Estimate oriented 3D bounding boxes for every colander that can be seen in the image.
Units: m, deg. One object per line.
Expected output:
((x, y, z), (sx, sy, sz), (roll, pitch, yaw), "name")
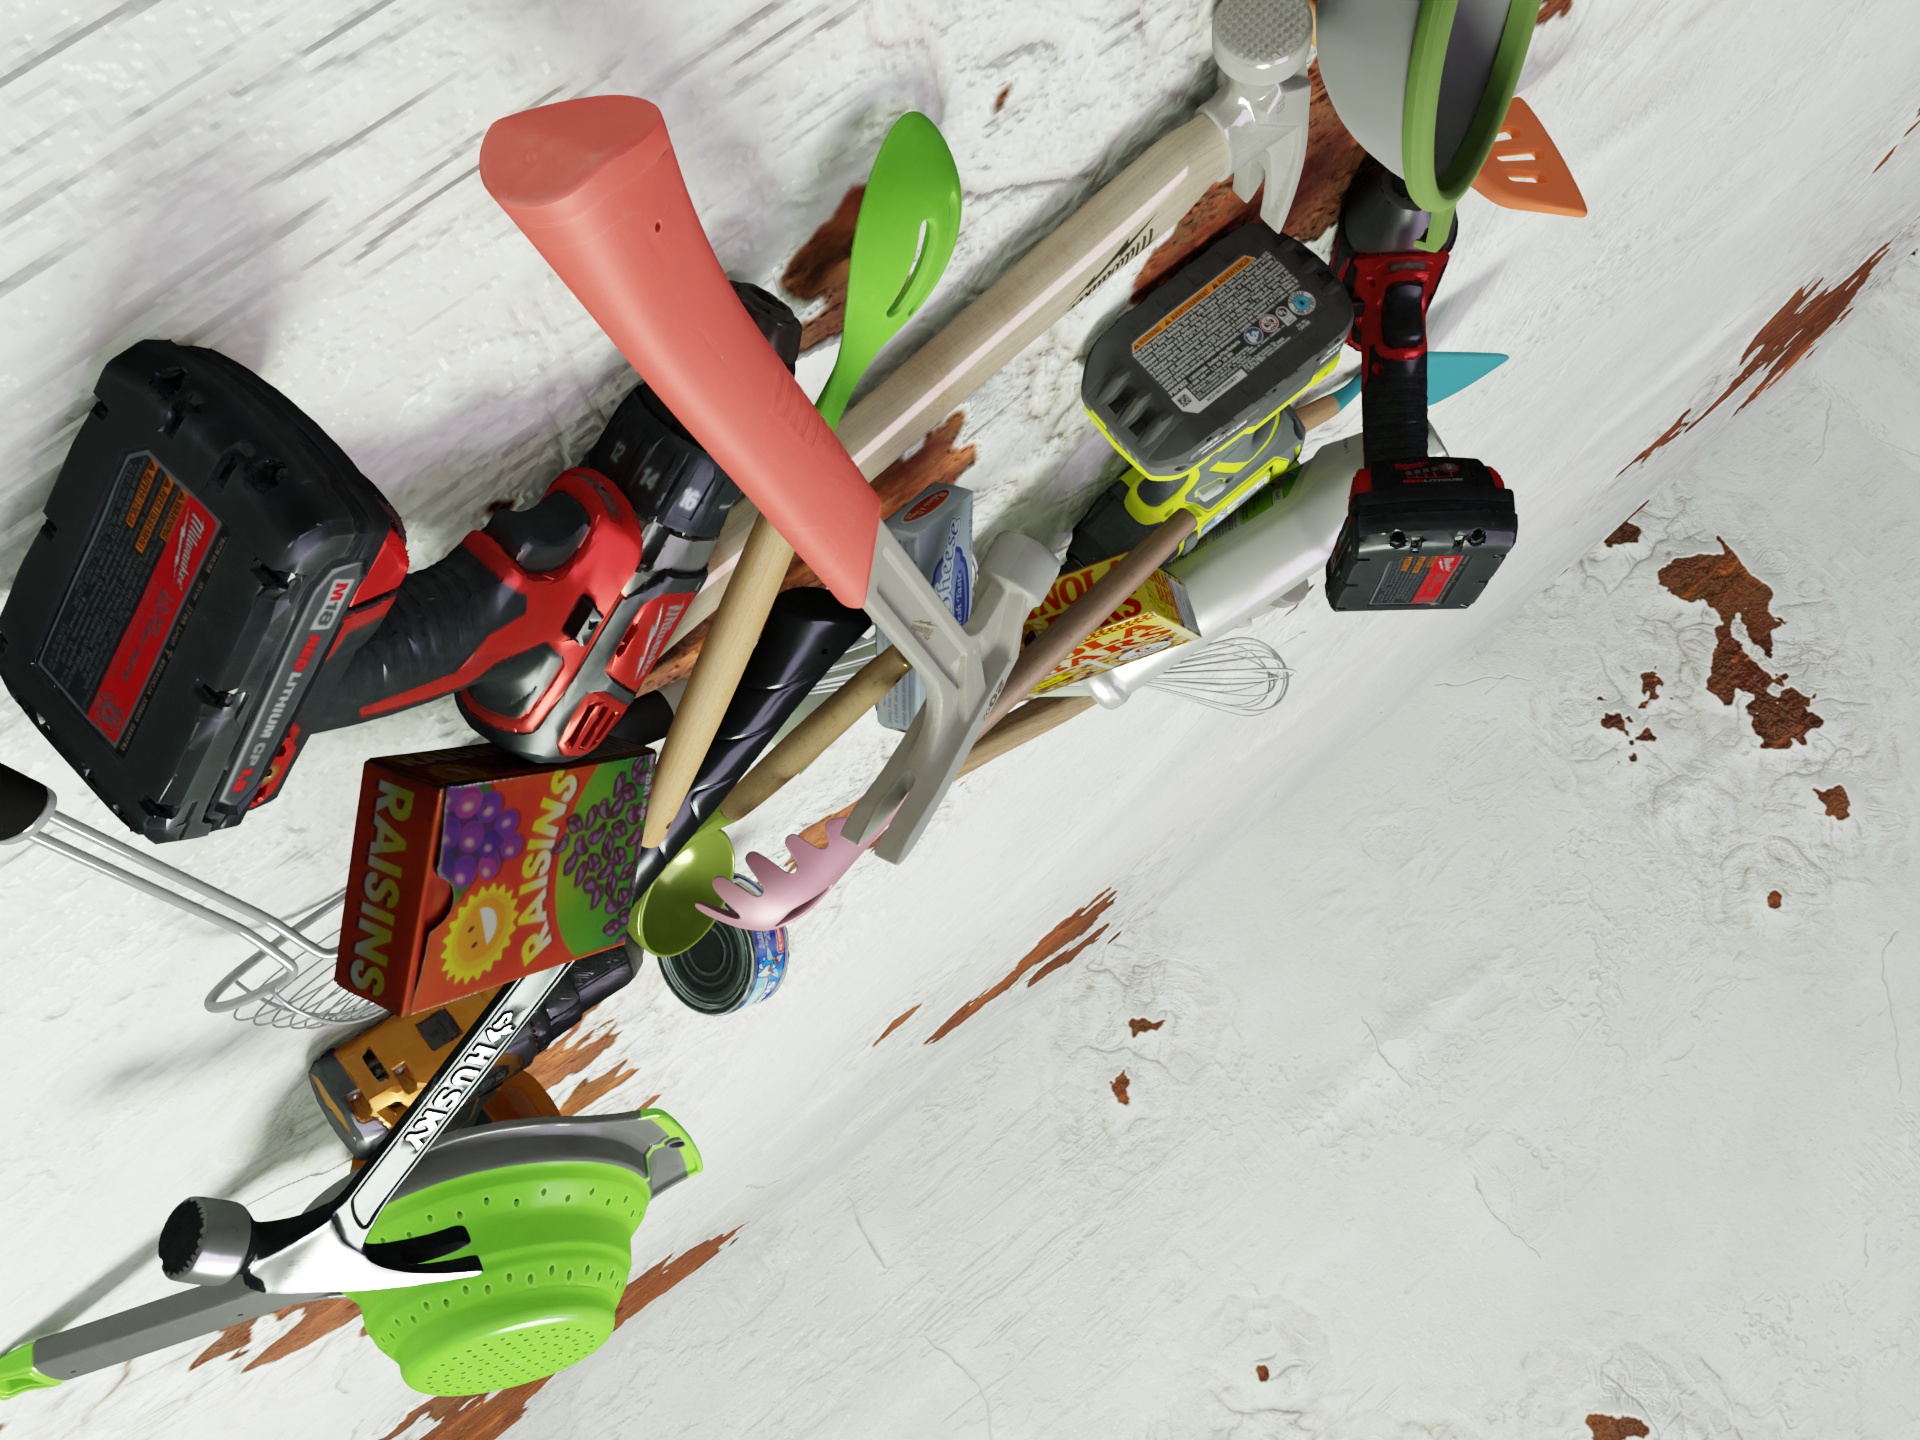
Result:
((-0.328, 0.328, 0.858), (0.397, 0.095, 0.204), (-18, 147, -5), "colander")

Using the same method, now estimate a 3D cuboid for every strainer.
((0.155, -0.284, 0.568), (0.256, 0.069, 0.151), (14, 96, -65), "strainer")

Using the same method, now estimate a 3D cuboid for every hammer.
((0.095, -0.024, 1.156), (0.331, 0.031, 0.130), (-28, 180, -20), "hammer")
((-0.018, -0.130, 0.667), (0.410, 0.038, 0.146), (-40, 165, -1), "hammer")
((-0.051, -0.065, 0.527), (0.149, 0.037, 0.358), (-61, 156, -9), "hammer")
((-0.177, 0.105, 0.716), (0.409, 0.036, 0.149), (-51, 138, 7), "hammer")

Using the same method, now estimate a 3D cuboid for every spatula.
((0.237, -0.193, 1.063), (0.317, 0.044, 0.082), (-30, 180, -29), "spatula")
((0.231, -0.298, 0.765), (0.041, 0.081, 0.322), (-31, 166, 31), "spatula")

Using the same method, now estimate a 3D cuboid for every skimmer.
((-0.271, 0.029, 0.524), (0.127, 0.090, 0.363), (-30, 153, 0), "skimmer")

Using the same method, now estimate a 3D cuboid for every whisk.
((-0.103, -0.018, 0.742), (0.284, 0.070, 0.070), (-26, 159, -29), "whisk")
((0.122, -0.030, 1.085), (0.246, 0.058, 0.059), (-1, 171, -23), "whisk")

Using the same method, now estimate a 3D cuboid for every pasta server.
((-0.001, -0.003, 0.795), (0.316, 0.040, 0.060), (-43, 173, -7), "pasta server")

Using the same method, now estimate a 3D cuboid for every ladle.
((-0.095, 0.043, 0.796), (0.078, 0.062, 0.320), (-42, -178, -40), "ladle")

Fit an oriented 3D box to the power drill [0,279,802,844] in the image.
((-0.148, -0.060, 0.489), (0.188, 0.080, 0.226), (-54, 164, 20), "power drill")

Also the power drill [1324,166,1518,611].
((0.231, -0.177, 0.828), (0.078, 0.220, 0.143), (-1, 164, 4), "power drill")

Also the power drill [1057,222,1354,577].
((0.123, -0.151, 0.861), (0.171, 0.080, 0.223), (-39, 167, -8), "power drill")

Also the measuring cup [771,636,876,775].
((-0.085, -0.001, 0.871), (0.083, 0.038, 0.167), (-48, -175, -25), "measuring cup")

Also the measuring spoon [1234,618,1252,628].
((0.148, -0.079, 1.110), (0.124, 0.018, 0.034), (5, 159, -19), "measuring spoon")

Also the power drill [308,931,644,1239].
((-0.272, 0.210, 0.923), (0.185, 0.084, 0.226), (-31, 156, -32), "power drill")

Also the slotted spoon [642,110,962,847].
((-0.068, -0.072, 0.599), (0.313, 0.031, 0.070), (-62, 172, 28), "slotted spoon")
